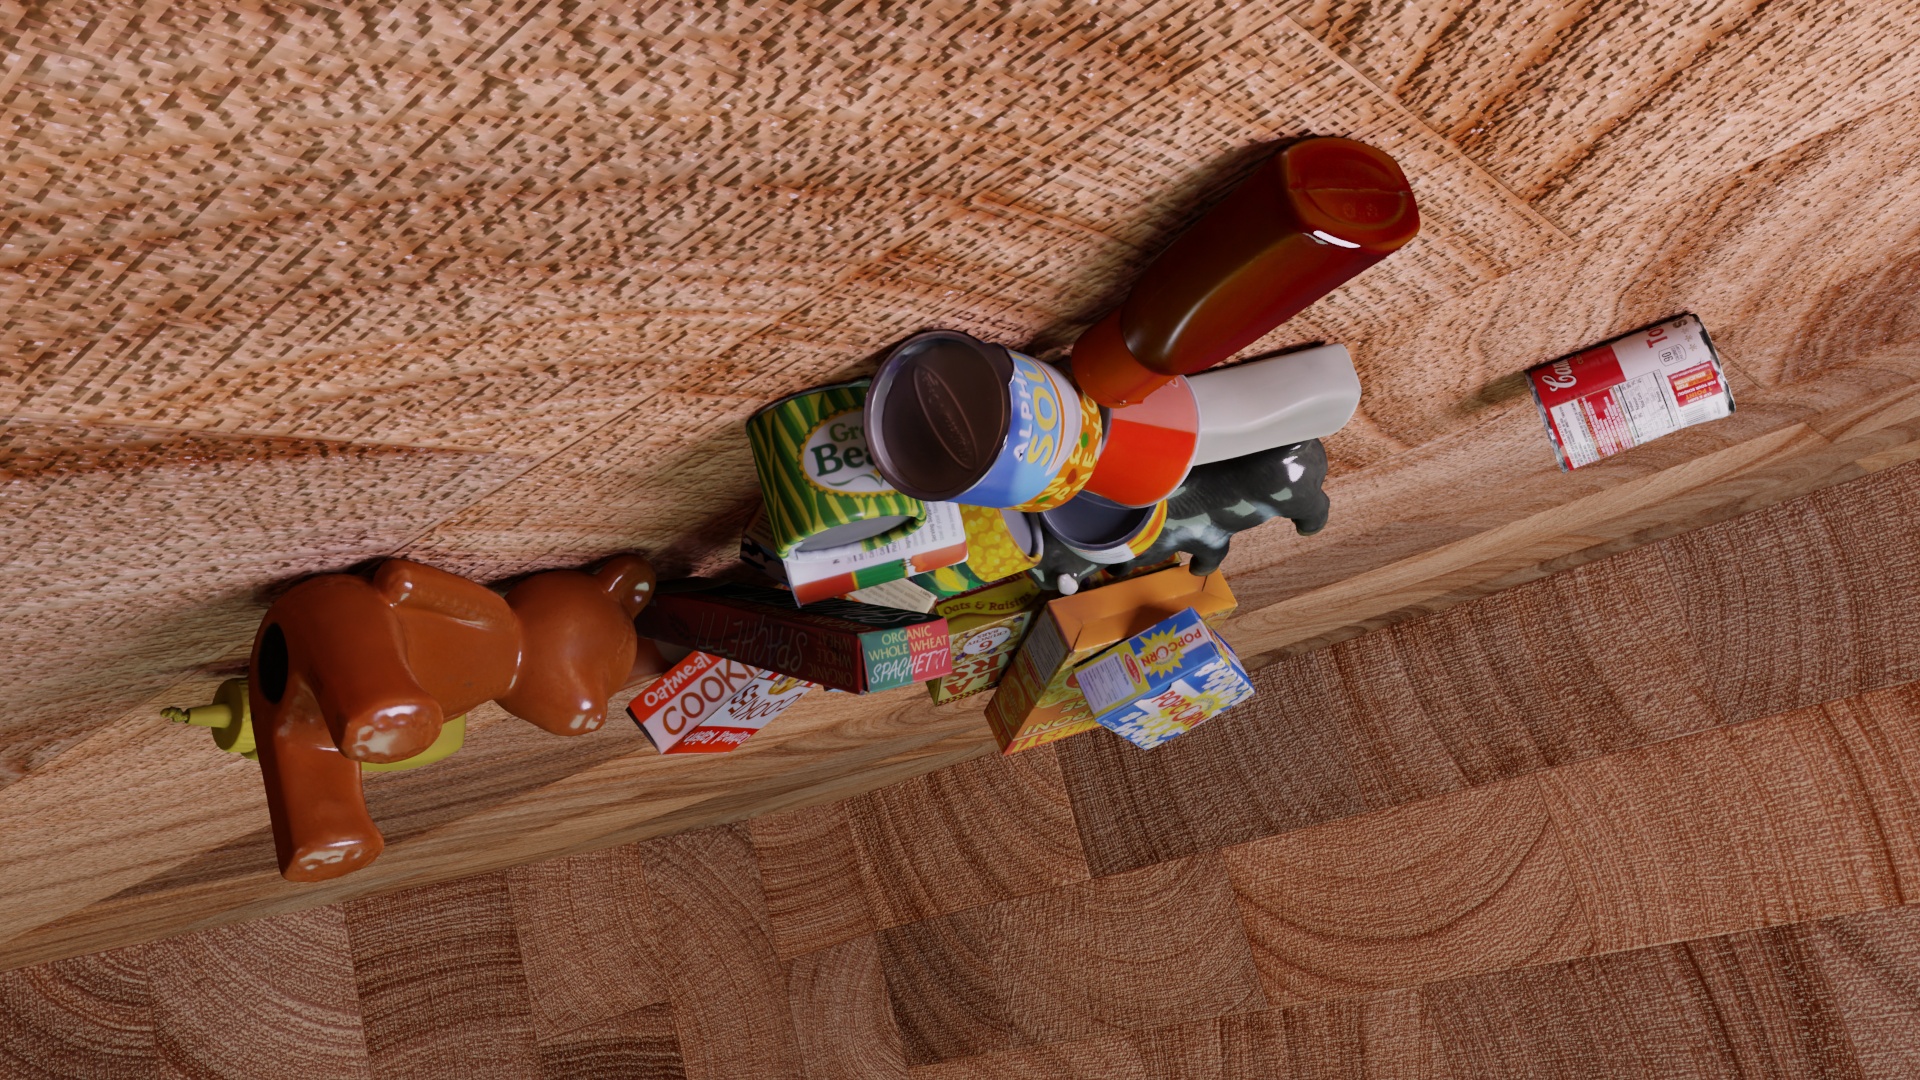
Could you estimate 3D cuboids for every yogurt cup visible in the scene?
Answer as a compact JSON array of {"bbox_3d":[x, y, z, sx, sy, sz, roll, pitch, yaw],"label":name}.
[{"bbox_3d":[0.065,-0.051,0.621,0.054,0.072,0.072,7,156,-41],"label":"yogurt cup"}]

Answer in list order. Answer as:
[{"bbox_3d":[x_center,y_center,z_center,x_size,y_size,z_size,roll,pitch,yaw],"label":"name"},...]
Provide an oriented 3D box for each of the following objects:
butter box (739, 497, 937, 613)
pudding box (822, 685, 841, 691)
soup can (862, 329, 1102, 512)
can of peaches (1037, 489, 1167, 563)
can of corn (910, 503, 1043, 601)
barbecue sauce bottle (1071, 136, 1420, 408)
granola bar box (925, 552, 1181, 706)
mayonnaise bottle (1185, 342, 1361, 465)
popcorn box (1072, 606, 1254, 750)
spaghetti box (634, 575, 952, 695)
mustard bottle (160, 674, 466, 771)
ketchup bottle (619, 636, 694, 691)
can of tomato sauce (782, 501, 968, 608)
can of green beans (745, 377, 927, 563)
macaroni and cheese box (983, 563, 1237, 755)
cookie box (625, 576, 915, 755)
[{"bbox_3d":[-0.064,0.019,0.716,0.103,0.024,0.053,30,162,-3],"label":"butter box"},{"bbox_3d":[-0.071,0.084,1.092,0.083,0.050,0.030,-20,165,17],"label":"pudding box"},{"bbox_3d":[0.013,-0.047,0.563,0.071,0.071,0.084,-22,167,28],"label":"soup can"},{"bbox_3d":[0.078,-0.025,0.749,0.071,0.071,0.058,-17,167,10],"label":"can of peaches"},{"bbox_3d":[0.003,-0.009,0.722,0.058,0.071,0.071,-21,167,19],"label":"can of corn"},{"bbox_3d":[0.095,-0.092,0.515,0.065,0.044,0.148,-8,166,-31],"label":"barbecue sauce bottle"},{"bbox_3d":[0.057,0.050,0.932,0.166,0.039,0.123,-18,156,-13],"label":"granola bar box"},{"bbox_3d":[0.121,-0.061,0.696,0.148,0.041,0.064,-12,164,-8],"label":"mayonnaise bottle"},{"bbox_3d":[0.132,0.090,0.884,0.085,0.038,0.126,-29,155,12],"label":"popcorn box"},{"bbox_3d":[-0.097,0.044,0.703,0.050,0.028,0.250,-9,-171,-37],"label":"spaghetti box"},{"bbox_3d":[-0.356,0.097,0.770,0.048,0.065,0.160,-19,164,36],"label":"mustard bottle"},{"bbox_3d":[-0.213,0.072,0.873,0.148,0.043,0.065,-20,168,19],"label":"ketchup bottle"},{"bbox_3d":[-0.045,-0.011,0.656,0.083,0.071,0.071,-15,168,-4],"label":"can of tomato sauce"},{"bbox_3d":[-0.052,-0.028,0.588,0.071,0.058,0.071,-15,168,-3],"label":"can of green beans"},{"bbox_3d":[0.095,0.080,0.928,0.124,0.040,0.165,-13,154,-22],"label":"macaroni and cheese box"},{"bbox_3d":[-0.108,0.066,0.850,0.167,0.040,0.123,-38,168,2],"label":"cookie box"}]
